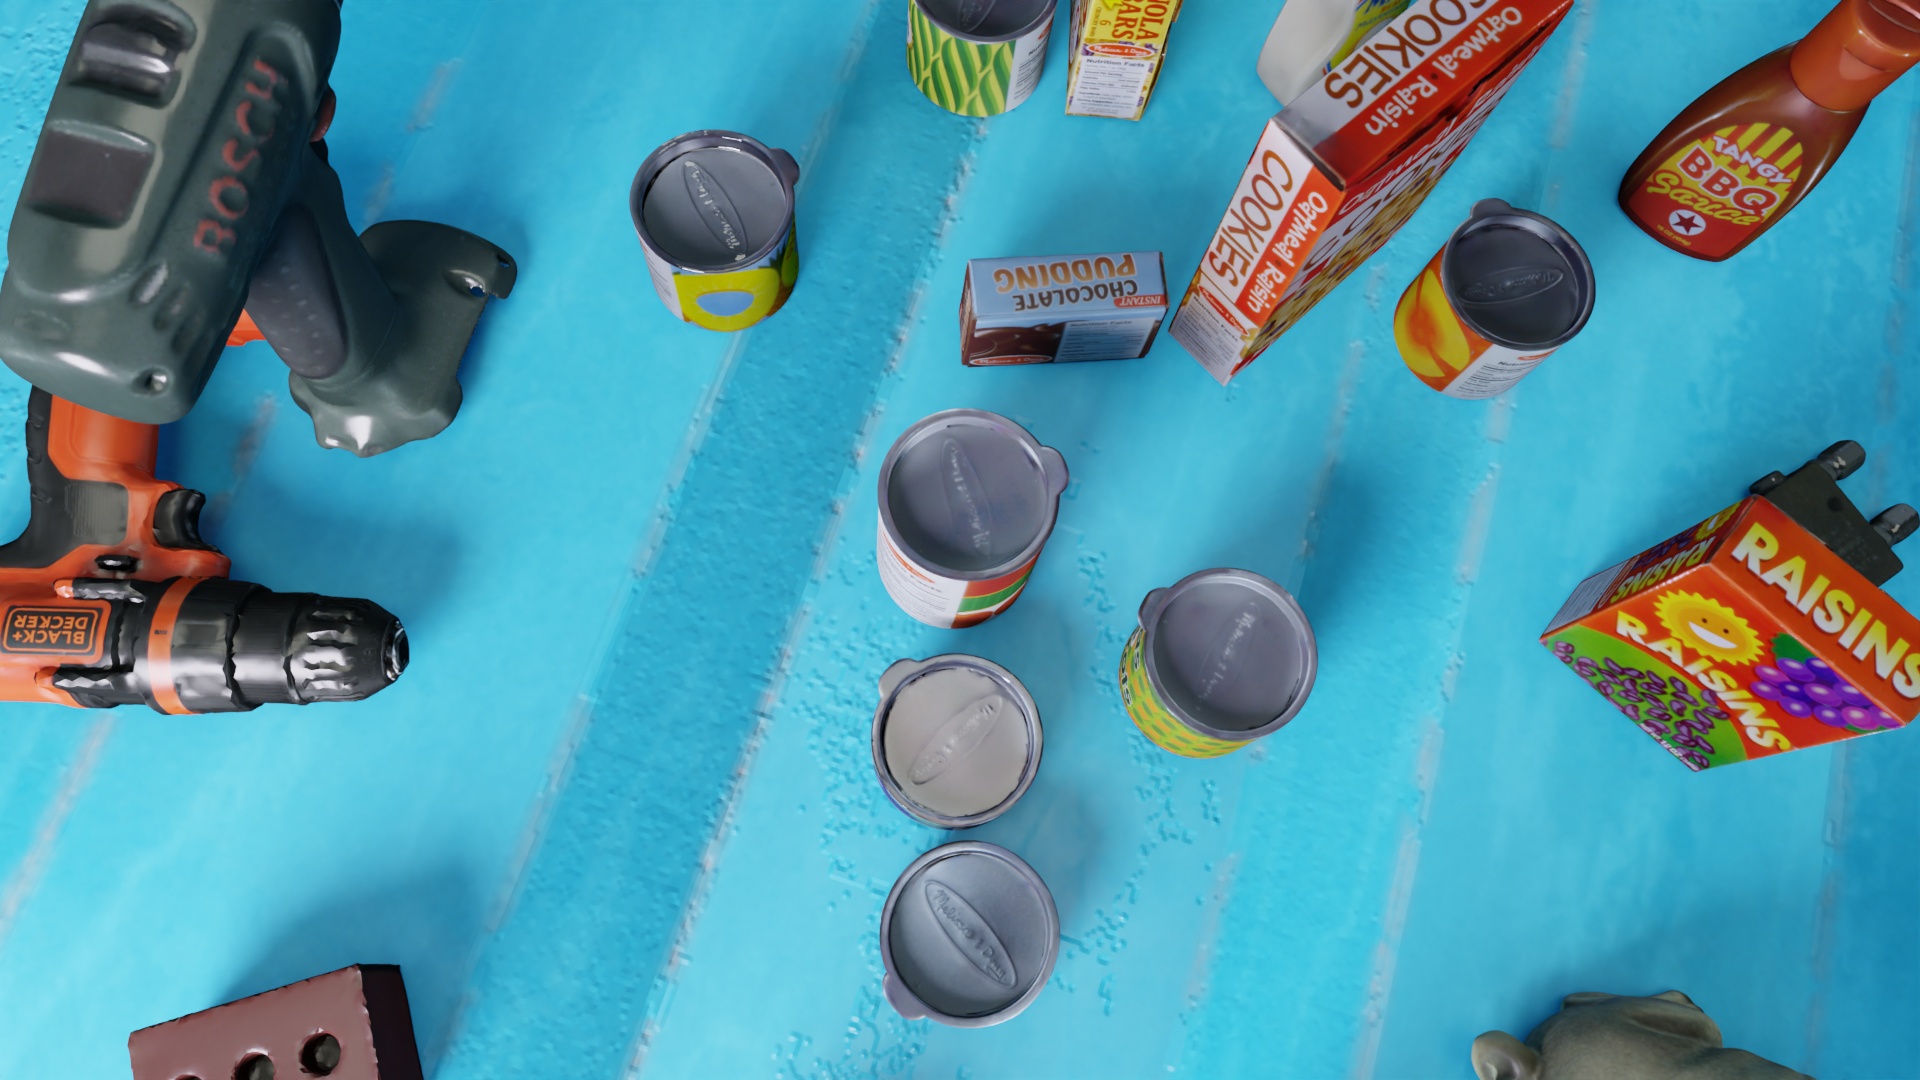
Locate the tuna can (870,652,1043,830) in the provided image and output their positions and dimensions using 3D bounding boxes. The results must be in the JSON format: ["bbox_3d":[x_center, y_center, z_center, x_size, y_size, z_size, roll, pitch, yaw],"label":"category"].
[{"bbox_3d":[-0.004,0.078,0.543,0.071,0.032,0.071,1,73,-4],"label":"tuna can"}]

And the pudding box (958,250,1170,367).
[{"bbox_3d":[0.042,-0.098,0.591,0.084,0.049,0.030,-4,74,-6],"label":"pudding box"}]

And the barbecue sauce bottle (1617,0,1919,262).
[{"bbox_3d":[0.344,-0.176,0.586,0.065,0.148,0.044,34,74,6],"label":"barbecue sauce bottle"}]

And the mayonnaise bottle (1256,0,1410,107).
[{"bbox_3d":[0.175,-0.247,0.596,0.065,0.147,0.041,-31,78,-12],"label":"mayonnaise bottle"}]

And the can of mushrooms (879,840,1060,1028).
[{"bbox_3d":[0.001,0.149,0.521,0.071,0.033,0.071,1,73,-4],"label":"can of mushrooms"}]

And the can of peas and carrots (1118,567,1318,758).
[{"bbox_3d":[0.097,0.049,0.546,0.071,0.058,0.071,1,73,-4],"label":"can of peas and carrots"}]

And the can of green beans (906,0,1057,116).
[{"bbox_3d":[0.009,-0.235,0.627,0.071,0.057,0.071,1,73,-4],"label":"can of green beans"}]

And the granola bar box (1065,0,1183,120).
[{"bbox_3d":[0.077,-0.292,0.615,0.039,0.124,0.166,5,73,-3],"label":"granola bar box"}]

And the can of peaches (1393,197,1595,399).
[{"bbox_3d":[0.229,-0.103,0.603,0.071,0.058,0.071,1,73,-4],"label":"can of peaches"}]

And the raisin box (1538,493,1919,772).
[{"bbox_3d":[0.292,0.040,0.529,0.086,0.123,0.040,42,75,8],"label":"raisin box"}]

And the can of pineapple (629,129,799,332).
[{"bbox_3d":[-0.100,-0.129,0.586,0.071,0.057,0.071,1,73,-4],"label":"can of pineapple"}]

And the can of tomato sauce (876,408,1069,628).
[{"bbox_3d":[0.002,-0.007,0.543,0.071,0.083,0.071,1,73,-4],"label":"can of tomato sauce"}]

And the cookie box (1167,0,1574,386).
[{"bbox_3d":[0.155,-0.142,0.552,0.123,0.167,0.040,-41,80,-14],"label":"cookie box"}]
